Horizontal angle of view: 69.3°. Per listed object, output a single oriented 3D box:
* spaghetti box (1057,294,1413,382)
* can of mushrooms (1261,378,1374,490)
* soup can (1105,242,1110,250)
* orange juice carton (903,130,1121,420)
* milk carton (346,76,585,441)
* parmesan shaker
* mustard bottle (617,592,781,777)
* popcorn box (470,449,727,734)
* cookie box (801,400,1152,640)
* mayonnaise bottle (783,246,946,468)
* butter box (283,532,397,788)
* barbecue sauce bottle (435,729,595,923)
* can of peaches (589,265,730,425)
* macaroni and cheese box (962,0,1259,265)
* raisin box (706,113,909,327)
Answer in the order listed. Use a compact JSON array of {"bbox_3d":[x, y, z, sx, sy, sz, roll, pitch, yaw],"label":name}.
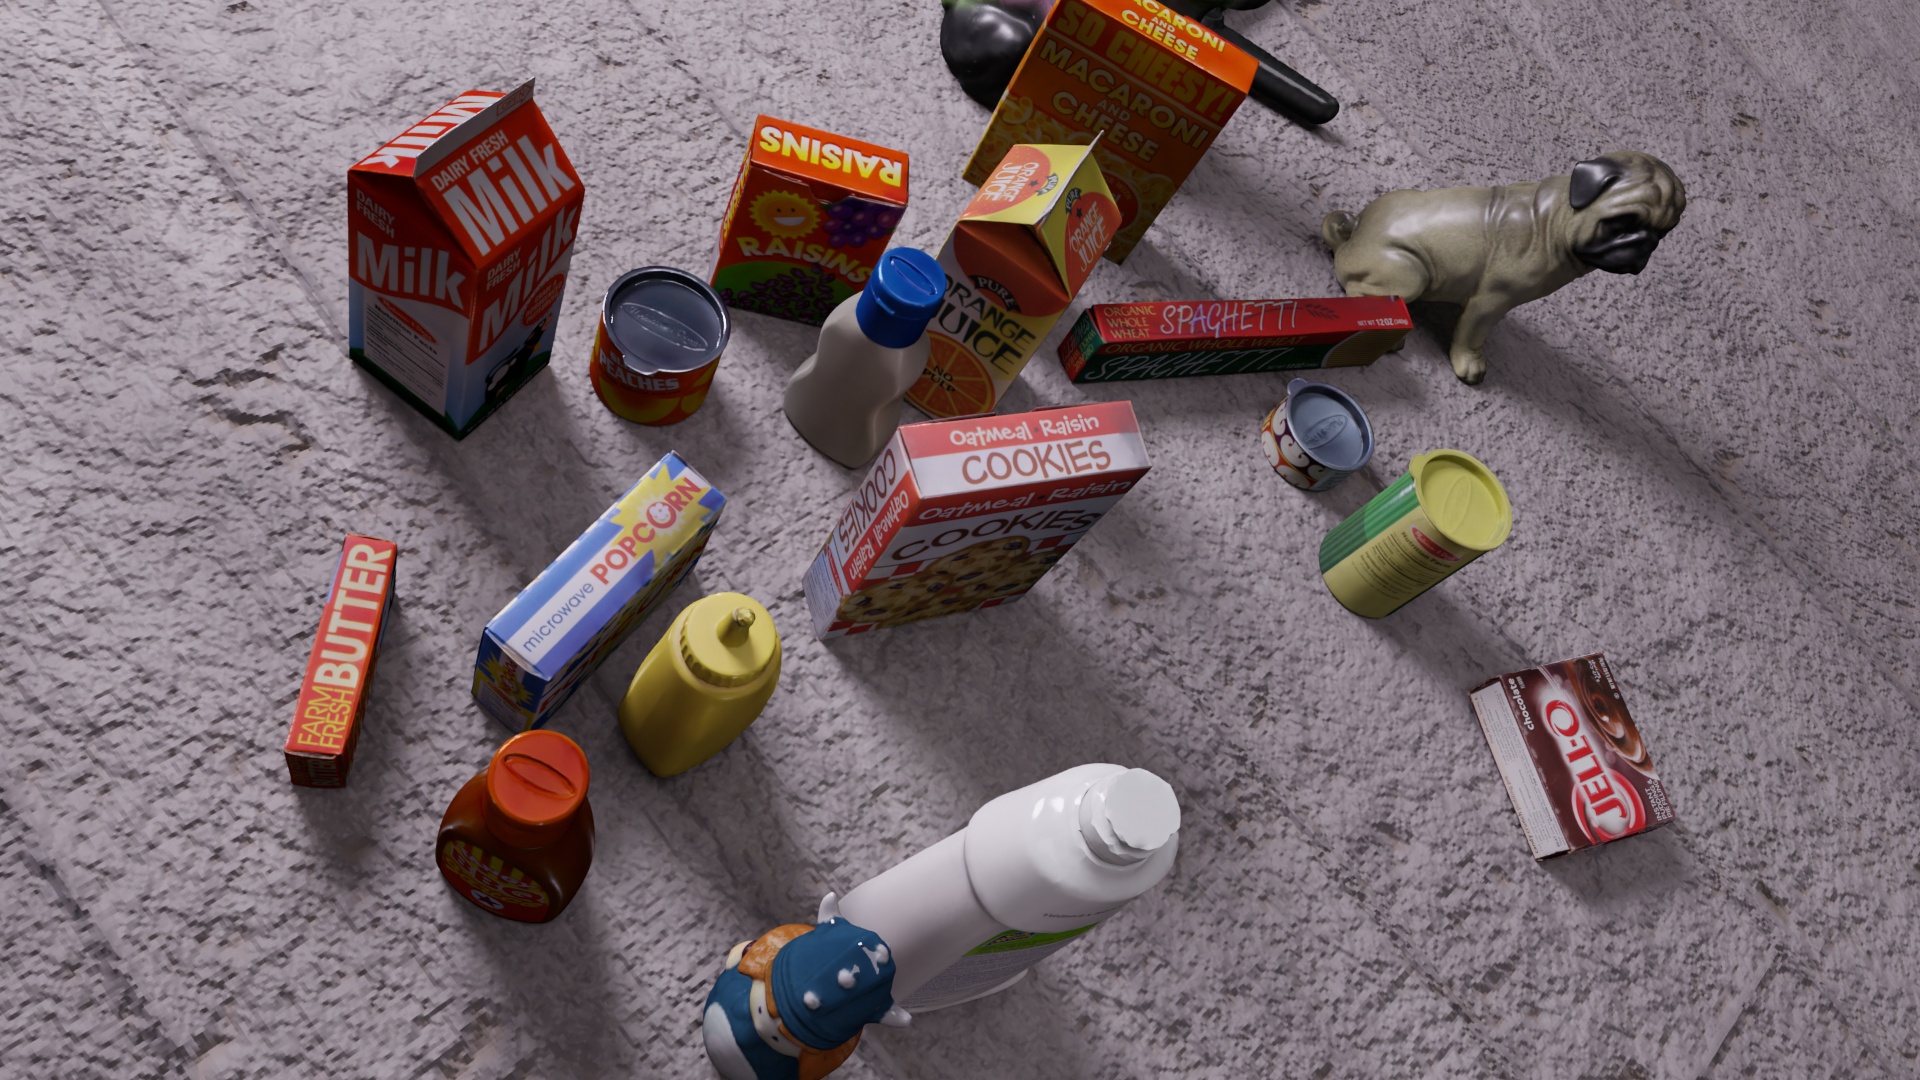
[{"bbox_3d":[0.183,-0.133,0.905,0.251,0.050,0.029,-6,67,-25],"label":"spaghetti box"},{"bbox_3d":[0.230,-0.069,0.902,0.071,0.033,0.071,10,61,-18],"label":"can of mushrooms"},{"bbox_3d":[0.044,-0.176,0.850,0.071,0.083,0.071,10,61,-18],"label":"soup can"},{"bbox_3d":[0.024,-0.142,0.758,0.073,0.191,0.072,34,57,-3],"label":"orange juice carton"},{"bbox_3d":[-0.232,-0.134,0.648,0.073,0.189,0.073,38,56,-1],"label":"milk carton"},{"bbox_3d":[0.271,-0.004,0.844,0.071,0.102,0.071,10,61,-18],"label":"parmesan shaker"},{"bbox_3d":[-0.111,0.058,0.617,0.065,0.159,0.049,-33,80,-32],"label":"mustard bottle"},{"bbox_3d":[-0.170,0.026,0.653,0.038,0.085,0.127,39,56,0],"label":"popcorn box"},{"bbox_3d":[0.002,-0.009,0.695,0.123,0.166,0.040,-9,69,-27],"label":"cookie box"},{"bbox_3d":[-0.048,-0.096,0.731,0.065,0.147,0.041,40,56,1],"label":"mayonnaise bottle"},{"bbox_3d":[-0.273,0.054,0.615,0.024,0.053,0.104,12,60,-17],"label":"butter box"},{"bbox_3d":[-0.178,0.116,0.565,0.065,0.147,0.044,30,57,-6],"label":"barbecue sauce bottle"},{"bbox_3d":[-0.162,-0.101,0.739,0.071,0.057,0.071,10,61,-18],"label":"can of peaches"},{"bbox_3d":[0.088,-0.261,0.863,0.124,0.165,0.040,27,57,-8],"label":"macaroni and cheese box"},{"bbox_3d":[-0.087,-0.172,0.769,0.086,0.122,0.040,11,61,-17],"label":"raisin box"}]
